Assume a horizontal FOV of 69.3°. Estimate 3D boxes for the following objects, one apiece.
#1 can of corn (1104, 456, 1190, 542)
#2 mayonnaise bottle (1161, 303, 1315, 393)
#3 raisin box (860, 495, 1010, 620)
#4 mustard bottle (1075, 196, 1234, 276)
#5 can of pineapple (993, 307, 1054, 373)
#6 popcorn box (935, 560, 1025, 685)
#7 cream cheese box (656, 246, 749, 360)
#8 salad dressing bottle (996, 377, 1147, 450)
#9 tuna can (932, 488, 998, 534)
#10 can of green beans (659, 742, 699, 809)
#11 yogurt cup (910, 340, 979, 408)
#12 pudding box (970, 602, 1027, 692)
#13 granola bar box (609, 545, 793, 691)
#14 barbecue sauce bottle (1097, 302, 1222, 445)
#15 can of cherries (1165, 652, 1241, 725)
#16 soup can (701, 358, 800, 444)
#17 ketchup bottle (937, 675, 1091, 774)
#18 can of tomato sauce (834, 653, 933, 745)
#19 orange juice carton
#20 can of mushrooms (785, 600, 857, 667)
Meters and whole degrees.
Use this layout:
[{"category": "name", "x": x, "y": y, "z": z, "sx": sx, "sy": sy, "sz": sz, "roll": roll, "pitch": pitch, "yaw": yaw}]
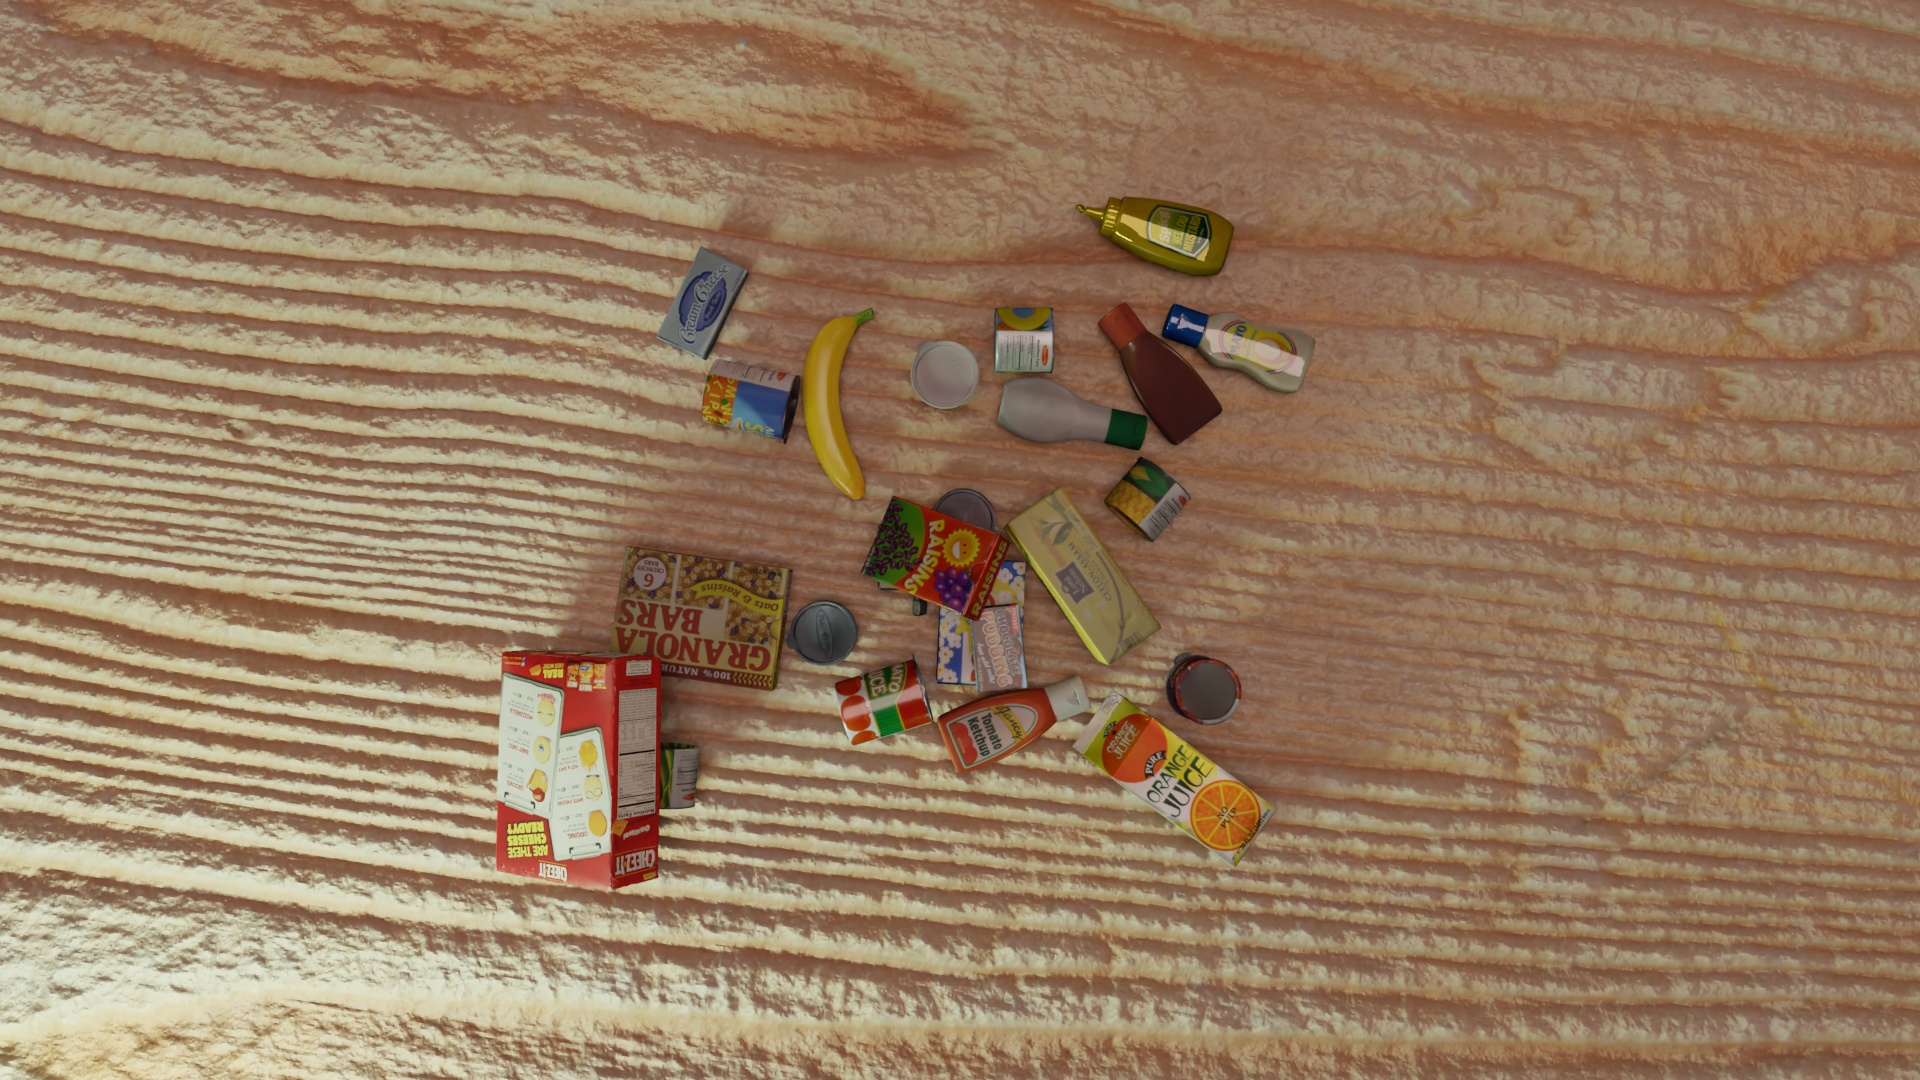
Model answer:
[{"category": "can of corn", "x": 0.184, "y": -0.042, "z": 1.386, "sx": 0.071, "sy": 0.071, "sz": 0.058, "roll": 41, "pitch": 88, "yaw": 1}, {"category": "mayonnaise bottle", "x": 0.279, "y": -0.199, "z": 1.406, "sx": 0.148, "sy": 0.041, "sz": 0.064, "roll": 19, "pitch": 89, "yaw": -1}, {"category": "raisin box", "x": -0.024, "y": 0.016, "z": 1.344, "sx": 0.123, "sy": 0.040, "sz": 0.086, "roll": 21, "pitch": 85, "yaw": 26}, {"category": "mustard bottle", "x": 0.193, "y": -0.315, "z": 1.406, "sx": 0.160, "sy": 0.049, "sz": 0.065, "roll": 15, "pitch": 86, "yaw": 0}, {"category": "can of pineapple", "x": 0.063, "y": -0.201, "z": 1.392, "sx": 0.058, "sy": 0.071, "sz": 0.071, "roll": 0, "pitch": 88, "yaw": -1}, {"category": "popcorn box", "x": 0.020, "y": 0.081, "z": 1.389, "sx": 0.085, "sy": 0.038, "sz": 0.126, "roll": 3, "pitch": 87, "yaw": -1}, {"category": "cream cheese box", "x": -0.260, "y": -0.240, "z": 1.407, "sx": 0.053, "sy": 0.024, "sz": 0.104, "roll": 26, "pitch": 87, "yaw": 1}, {"category": "salad dressing bottle", "x": 0.113, "y": -0.123, "z": 1.399, "sx": 0.148, "sy": 0.044, "sz": 0.064, "roll": 13, "pitch": 85, "yaw": -1}, {"category": "tuna can", "x": 0.005, "y": -0.018, "z": 1.396, "sx": 0.071, "sy": 0.033, "sz": 0.071, "roll": 0, "pitch": 87, "yaw": -1}, {"category": "can of green beans", "x": -0.292, "y": 0.230, "z": 1.363, "sx": 0.071, "sy": 0.071, "sz": 0.058, "roll": 4, "pitch": 87, "yaw": -1}, {"category": "yogurt cup", "x": -0.015, "y": -0.163, "z": 1.393, "sx": 0.072, "sy": 0.054, "sz": 0.072, "roll": 0, "pitch": 88, "yaw": -1}, {"category": "pudding box", "x": 0.037, "y": 0.105, "z": 1.353, "sx": 0.050, "sy": 0.030, "sz": 0.083, "roll": -5, "pitch": 88, "yaw": -3}, {"category": "granola bar box", "x": -0.259, "y": 0.078, "z": 1.384, "sx": 0.166, "sy": 0.039, "sz": 0.124, "roll": 8, "pitch": 87, "yaw": 0}, {"category": "barbecue sauce bottle", "x": 0.197, "y": -0.171, "z": 1.402, "sx": 0.065, "sy": 0.043, "sz": 0.148, "roll": -37, "pitch": 88, "yaw": -2}, {"category": "can of cherries", "x": 0.239, "y": 0.146, "z": 1.379, "sx": 0.071, "sy": 0.058, "sz": 0.071, "roll": 0, "pitch": 88, "yaw": -1}, {"category": "soup can", "x": -0.209, "y": -0.138, "z": 1.383, "sx": 0.084, "sy": 0.071, "sz": 0.071, "roll": 12, "pitch": 87, "yaw": 0}, {"category": "ketchup bottle", "x": 0.055, "y": 0.177, "z": 1.383, "sx": 0.149, "sy": 0.043, "sz": 0.064, "roll": -22, "pitch": 91, "yaw": -2}, {"category": "can of tomato sauce", "x": -0.076, "y": 0.158, "z": 1.369, "sx": 0.083, "sy": 0.071, "sz": 0.071, "roll": -17, "pitch": 88, "yaw": -1}, {"category": "orange juice carton", "x": 0.207, "y": 0.231, "z": 1.367, "sx": 0.193, "sy": 0.073, "sz": 0.072, "roll": 36, "pitch": 88, "yaw": 1}, {"category": "can of mushrooms", "x": -0.138, "y": 0.093, "z": 1.388, "sx": 0.071, "sy": 0.033, "sz": 0.071, "roll": 0, "pitch": 88, "yaw": -1}]
